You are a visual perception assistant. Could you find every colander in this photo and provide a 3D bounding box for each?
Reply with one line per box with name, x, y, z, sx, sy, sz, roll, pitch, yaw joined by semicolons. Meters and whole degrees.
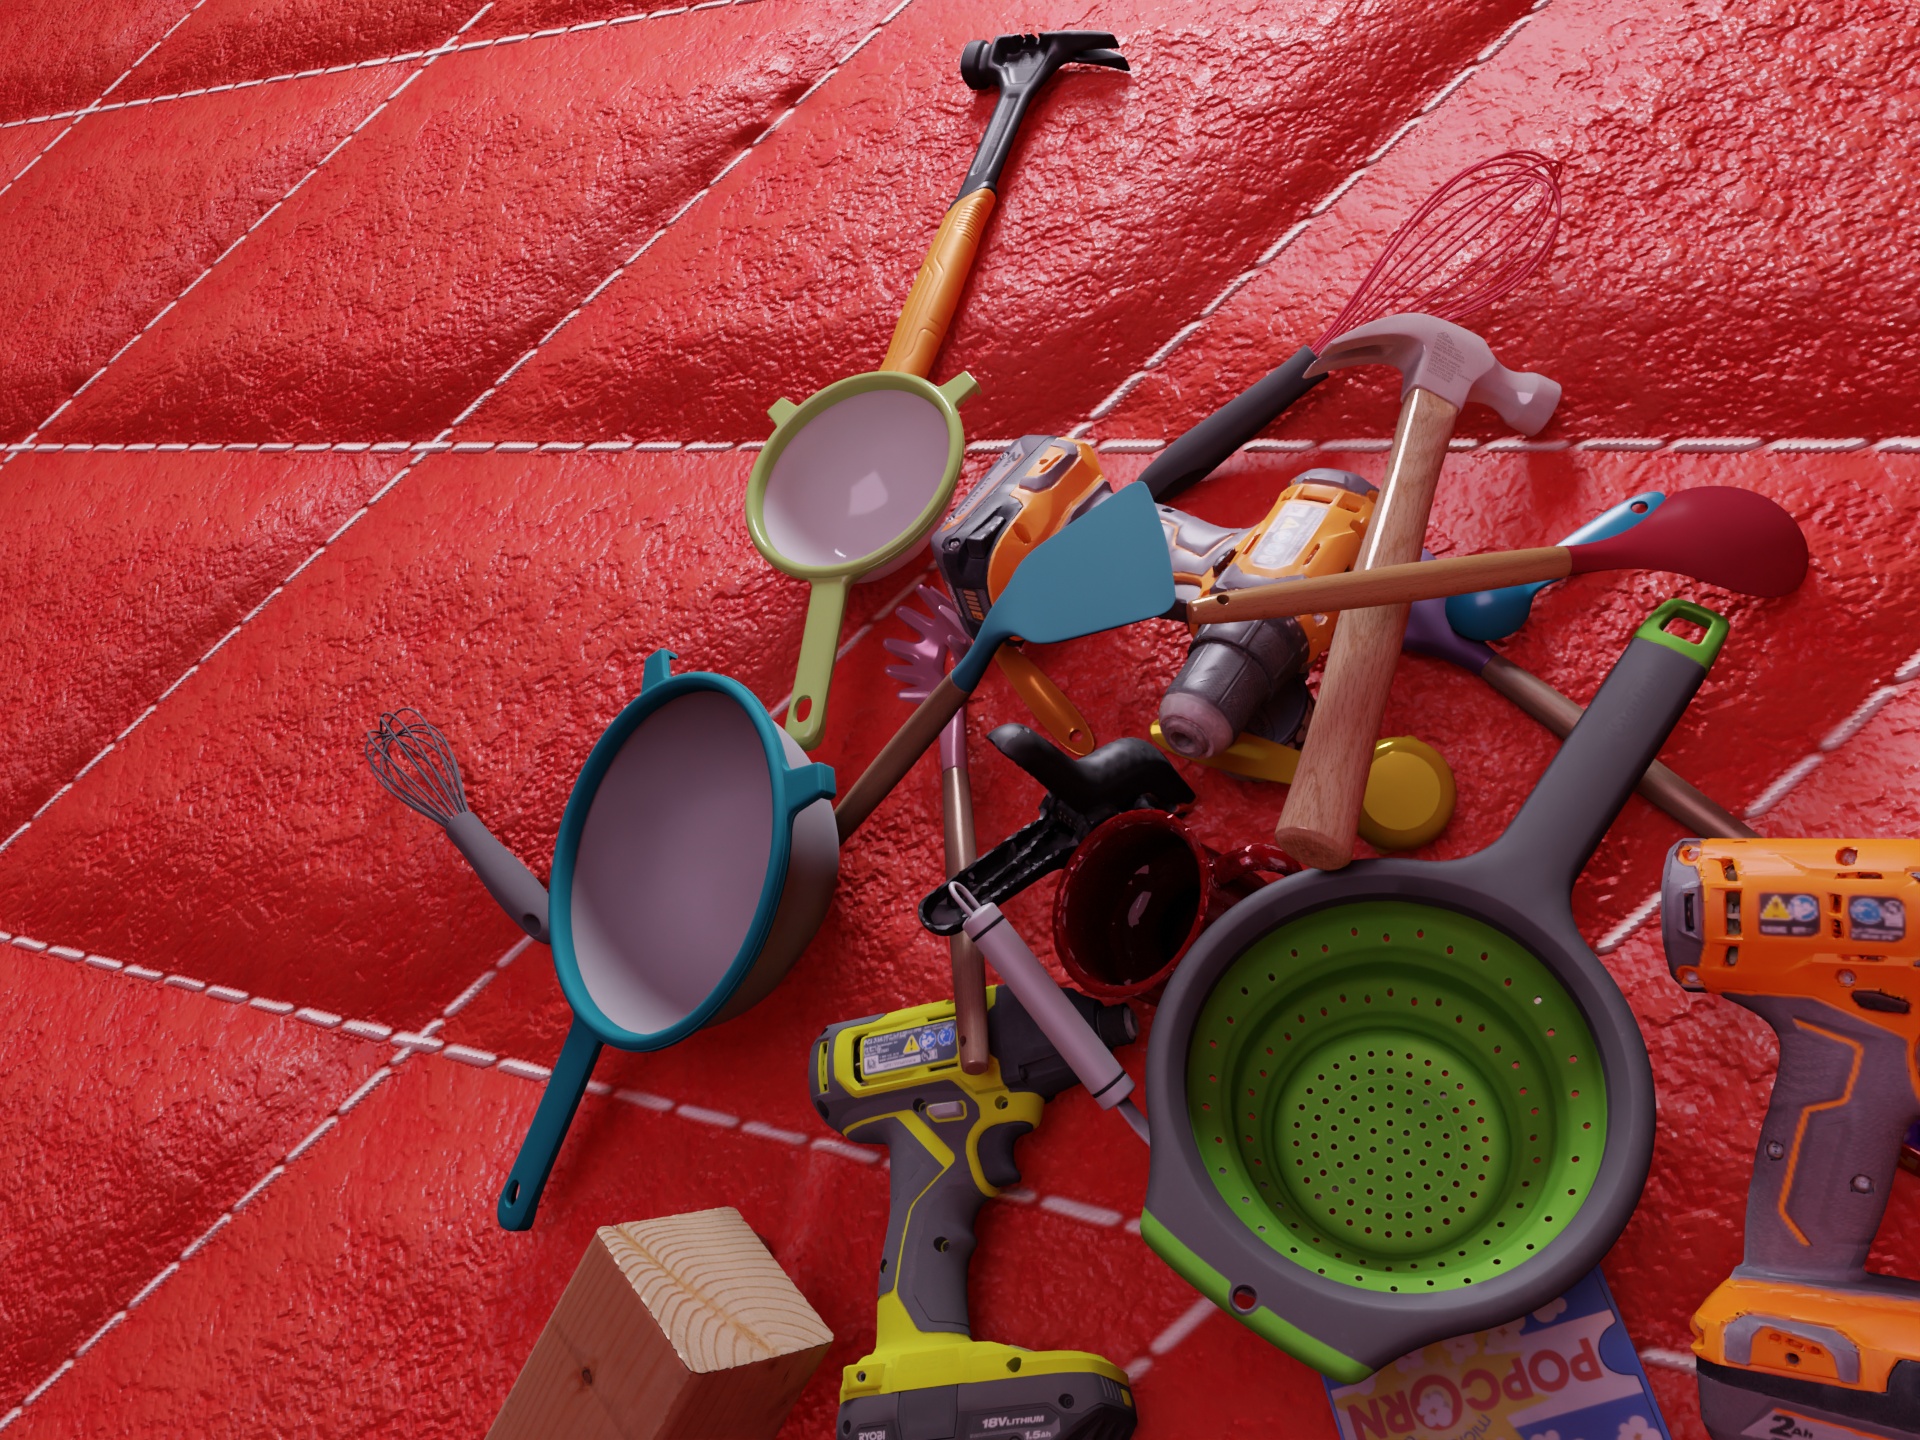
colander;0.237;0.111;0.719;0.205;0.094;0.397;30;70;29

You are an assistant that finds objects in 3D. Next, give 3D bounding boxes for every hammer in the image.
hammer;0.007;-0.335;1.093;0.127;0.034;0.337;11;71;32
hammer;0.206;-0.075;0.777;0.130;0.031;0.331;26;60;-4

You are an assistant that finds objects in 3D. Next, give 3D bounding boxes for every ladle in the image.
ladle;0.257;-0.071;0.743;0.315;0.031;0.069;-8;56;-9

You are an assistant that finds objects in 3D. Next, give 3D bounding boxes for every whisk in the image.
whisk;0.221;-0.218;0.912;0.296;0.073;0.073;-37;54;11
whisk;-0.326;0.068;1.049;0.055;0.055;0.239;-48;59;-2

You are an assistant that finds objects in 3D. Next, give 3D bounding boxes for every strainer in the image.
strainer;-0.163;0.142;0.909;0.211;0.095;0.340;31;100;46
strainer;0.075;0.177;0.731;0.050;0.087;0.258;-42;82;26
strainer;-0.063;-0.092;0.981;0.151;0.069;0.256;-3;65;26

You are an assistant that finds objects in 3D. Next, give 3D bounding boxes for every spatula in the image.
spatula;-0.001;-0.003;0.839;0.317;0.044;0.082;-48;39;42
spatula;0.287;-0.015;0.796;0.060;0.018;0.316;-42;53;-4

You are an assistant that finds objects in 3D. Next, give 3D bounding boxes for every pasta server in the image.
pasta server;-0.008;0.048;0.864;0.060;0.040;0.317;-46;34;36

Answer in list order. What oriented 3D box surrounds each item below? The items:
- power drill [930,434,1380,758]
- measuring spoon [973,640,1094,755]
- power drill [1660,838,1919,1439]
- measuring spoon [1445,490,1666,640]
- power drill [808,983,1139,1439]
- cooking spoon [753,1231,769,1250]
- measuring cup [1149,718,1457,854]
power drill;0.094;-0.069;0.854;0.226;0.084;0.185;15;54;35
measuring spoon;0.043;-0.019;0.928;0.021;0.011;0.117;-41;58;2
power drill;0.353;0.157;0.589;0.164;0.084;0.226;-4;82;37
measuring spoon;0.305;-0.086;0.812;0.128;0.021;0.042;-32;51;-1
power drill;0.012;0.241;0.770;0.171;0.080;0.223;-16;56;19
cooking spoon;-0.219;0.387;0.845;0.319;0.017;0.069;-45;52;1
measuring cup;0.170;0.023;0.796;0.156;0.029;0.062;15;86;10
